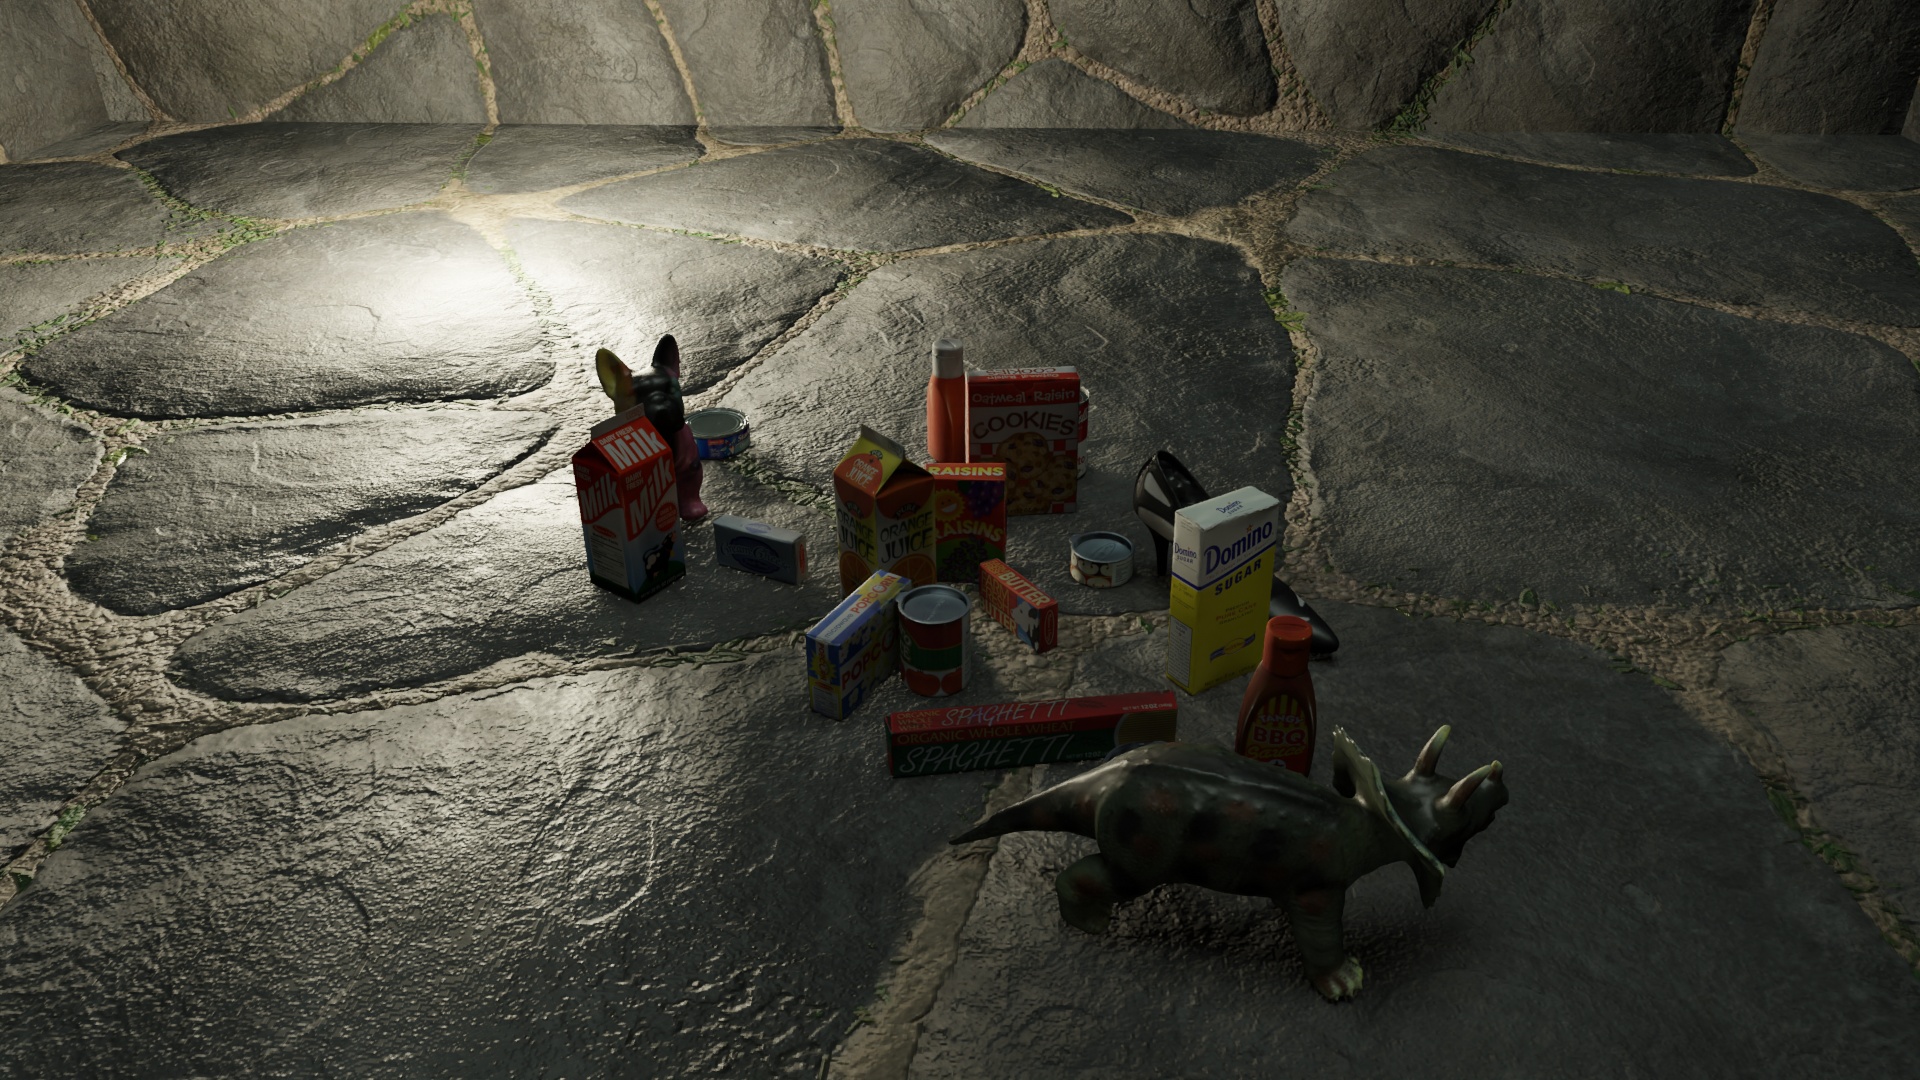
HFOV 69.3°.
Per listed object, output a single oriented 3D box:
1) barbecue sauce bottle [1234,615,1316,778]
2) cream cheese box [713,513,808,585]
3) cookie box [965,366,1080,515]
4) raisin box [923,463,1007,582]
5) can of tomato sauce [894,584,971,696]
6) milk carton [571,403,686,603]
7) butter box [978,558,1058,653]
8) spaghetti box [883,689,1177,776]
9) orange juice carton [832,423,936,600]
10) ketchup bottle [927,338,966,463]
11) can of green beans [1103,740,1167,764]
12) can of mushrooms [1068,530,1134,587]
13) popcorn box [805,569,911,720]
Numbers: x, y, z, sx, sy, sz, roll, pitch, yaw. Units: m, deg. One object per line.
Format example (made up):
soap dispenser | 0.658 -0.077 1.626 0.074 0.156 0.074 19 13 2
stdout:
barbecue sauce bottle | 0.263 0.132 1.143 0.065 0.147 0.044 3 30 6
cream cheese box | -0.210 0.009 1.455 0.104 0.053 0.024 14 33 24
cookie box | 0.068 -0.108 1.539 0.123 0.166 0.040 -3 30 -5
raisin box | 0.005 -0.018 1.429 0.086 0.122 0.040 1 30 3
can of tomato sauce | -0.025 0.092 1.280 0.071 0.082 0.071 0 30 0
milk carton | -0.337 -0.041 1.408 0.073 0.189 0.073 19 35 30
butter box | 0.055 0.063 1.360 0.024 0.052 0.104 -19 35 -29
spaghetti box | 0.061 0.165 1.187 0.250 0.050 0.029 -4 30 -6
orange juice carton | -0.073 -0.018 1.363 0.073 0.191 0.072 -22 36 -32
ketchup bottle | -0.015 -0.166 1.658 0.044 0.148 0.065 -18 34 -27
can of green beans | 0.146 0.204 1.111 0.071 0.057 0.071 0 30 0
can of mushrooms | 0.146 0.019 1.452 0.071 0.033 0.071 0 30 0
popcorn box | -0.091 0.095 1.275 0.038 0.084 0.127 15 34 25
